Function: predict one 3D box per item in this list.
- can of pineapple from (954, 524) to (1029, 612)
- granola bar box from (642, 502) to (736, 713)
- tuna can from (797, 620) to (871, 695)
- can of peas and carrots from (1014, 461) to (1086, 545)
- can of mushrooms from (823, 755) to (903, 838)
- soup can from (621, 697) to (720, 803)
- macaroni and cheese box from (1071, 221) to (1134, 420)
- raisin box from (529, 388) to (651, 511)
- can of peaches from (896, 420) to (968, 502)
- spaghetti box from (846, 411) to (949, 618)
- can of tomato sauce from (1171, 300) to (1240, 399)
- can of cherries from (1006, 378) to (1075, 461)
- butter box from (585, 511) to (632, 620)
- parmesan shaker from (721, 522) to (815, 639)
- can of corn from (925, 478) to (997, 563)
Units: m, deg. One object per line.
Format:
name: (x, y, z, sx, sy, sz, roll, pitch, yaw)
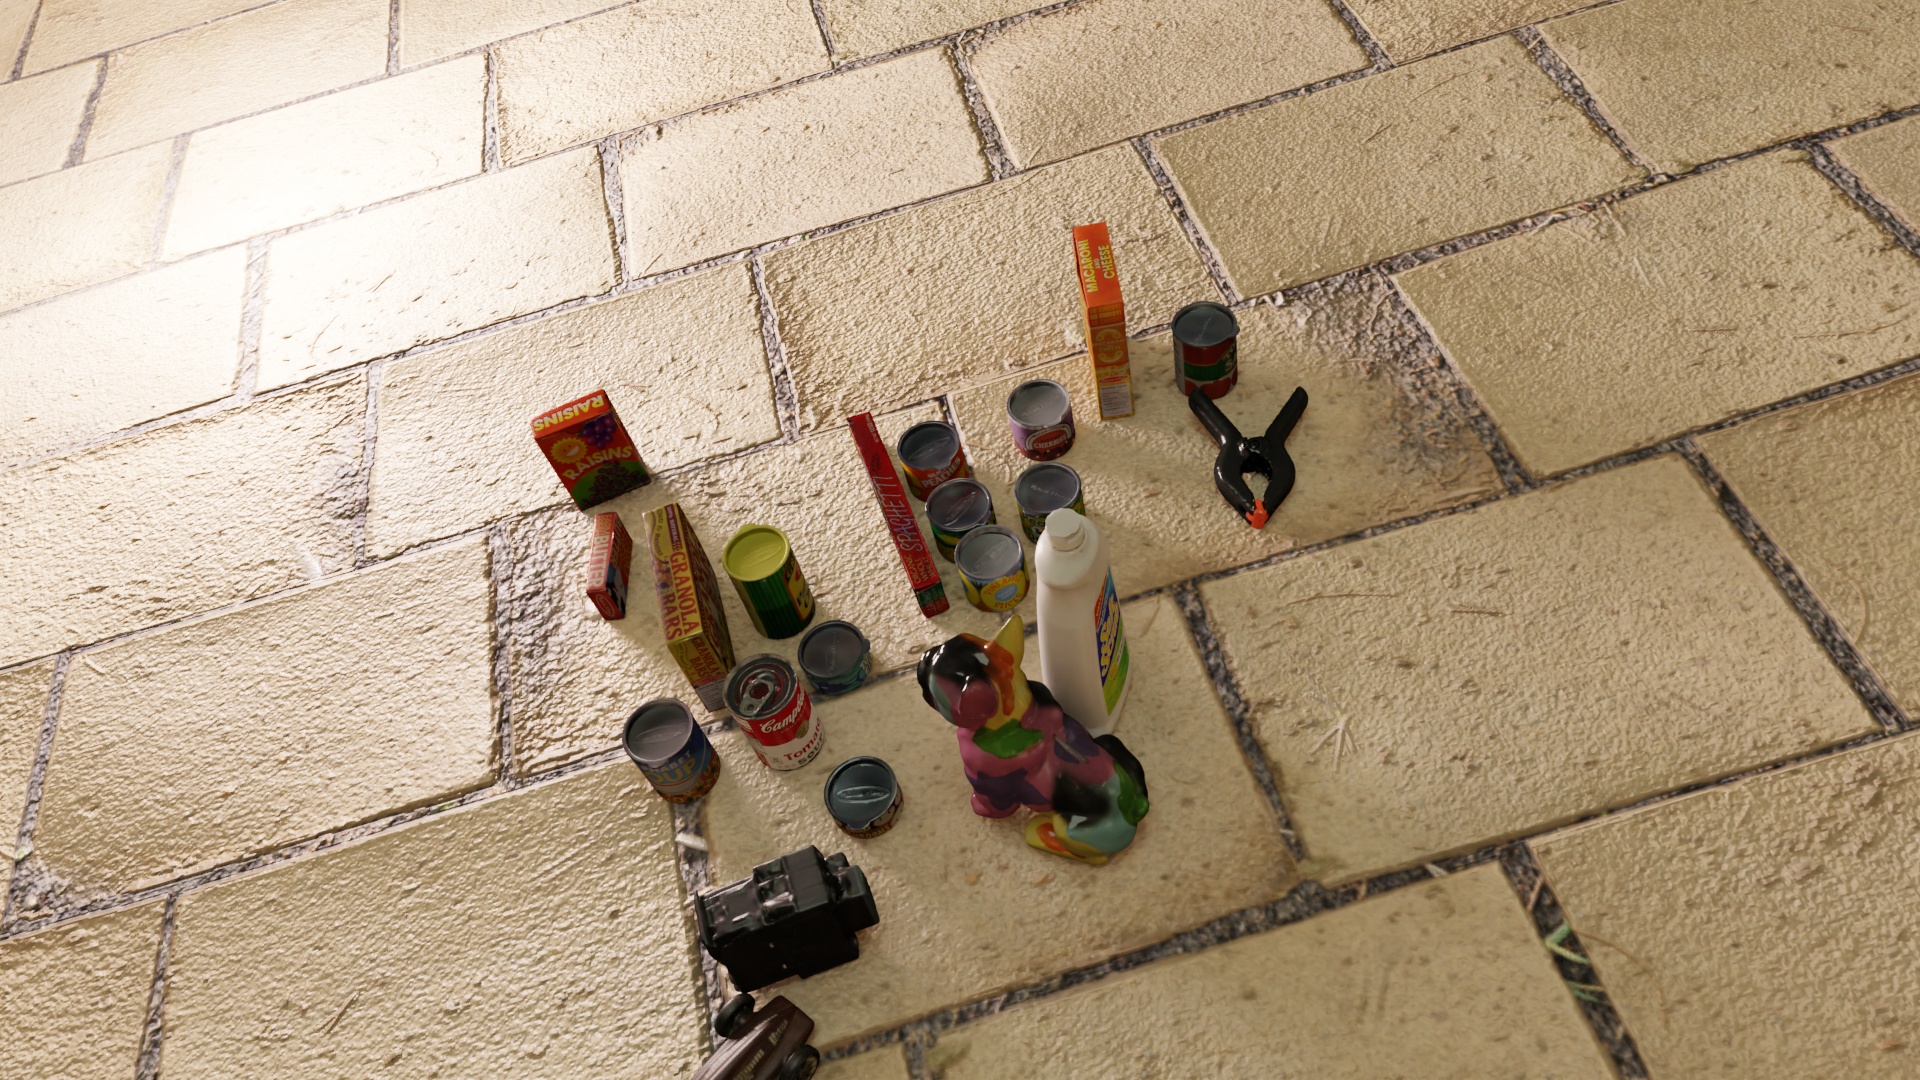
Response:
can of pineapple: (0.032, 0.029, 1.341, 0.071, 0.057, 0.071, -6, 52, 8)
granola bar box: (-0.256, 0.064, 1.334, 0.039, 0.123, 0.166, -19, 52, -2)
tuna can: (-0.117, 0.112, 1.325, 0.071, 0.032, 0.071, -6, 52, 8)
can of peas and carrots: (0.089, -0.033, 1.376, 0.071, 0.058, 0.071, -6, 52, 8)
can of mushrooms: (-0.085, 0.229, 1.227, 0.071, 0.033, 0.071, -6, 52, 8)
soup can: (-0.261, 0.194, 1.260, 0.071, 0.083, 0.072, -6, 52, 8)
macaroni and cheese box: (0.148, -0.226, 1.443, 0.040, 0.165, 0.124, -10, 52, 5)
raisin box: (-0.395, -0.095, 1.487, 0.086, 0.122, 0.040, -23, 52, -5)
can of peaches: (-0.027, -0.079, 1.437, 0.071, 0.057, 0.071, -6, 52, 8)
spaghetti box: (-0.065, -0.030, 1.412, 0.029, 0.050, 0.251, -21, 52, -4)
can of tomato sauce: (0.258, -0.197, 1.450, 0.071, 0.082, 0.071, -6, 52, 8)
can of cherries: (0.085, -0.123, 1.446, 0.071, 0.058, 0.072, -6, 52, 8)
butter box: (-0.361, 0.026, 1.431, 0.024, 0.053, 0.104, -9, 52, 6)
parmesan shaker: (-0.185, 0.039, 1.351, 0.071, 0.102, 0.071, -6, 52, 8)
can of corn: (0.005, -0.017, 1.382, 0.071, 0.058, 0.071, -6, 52, 8)
